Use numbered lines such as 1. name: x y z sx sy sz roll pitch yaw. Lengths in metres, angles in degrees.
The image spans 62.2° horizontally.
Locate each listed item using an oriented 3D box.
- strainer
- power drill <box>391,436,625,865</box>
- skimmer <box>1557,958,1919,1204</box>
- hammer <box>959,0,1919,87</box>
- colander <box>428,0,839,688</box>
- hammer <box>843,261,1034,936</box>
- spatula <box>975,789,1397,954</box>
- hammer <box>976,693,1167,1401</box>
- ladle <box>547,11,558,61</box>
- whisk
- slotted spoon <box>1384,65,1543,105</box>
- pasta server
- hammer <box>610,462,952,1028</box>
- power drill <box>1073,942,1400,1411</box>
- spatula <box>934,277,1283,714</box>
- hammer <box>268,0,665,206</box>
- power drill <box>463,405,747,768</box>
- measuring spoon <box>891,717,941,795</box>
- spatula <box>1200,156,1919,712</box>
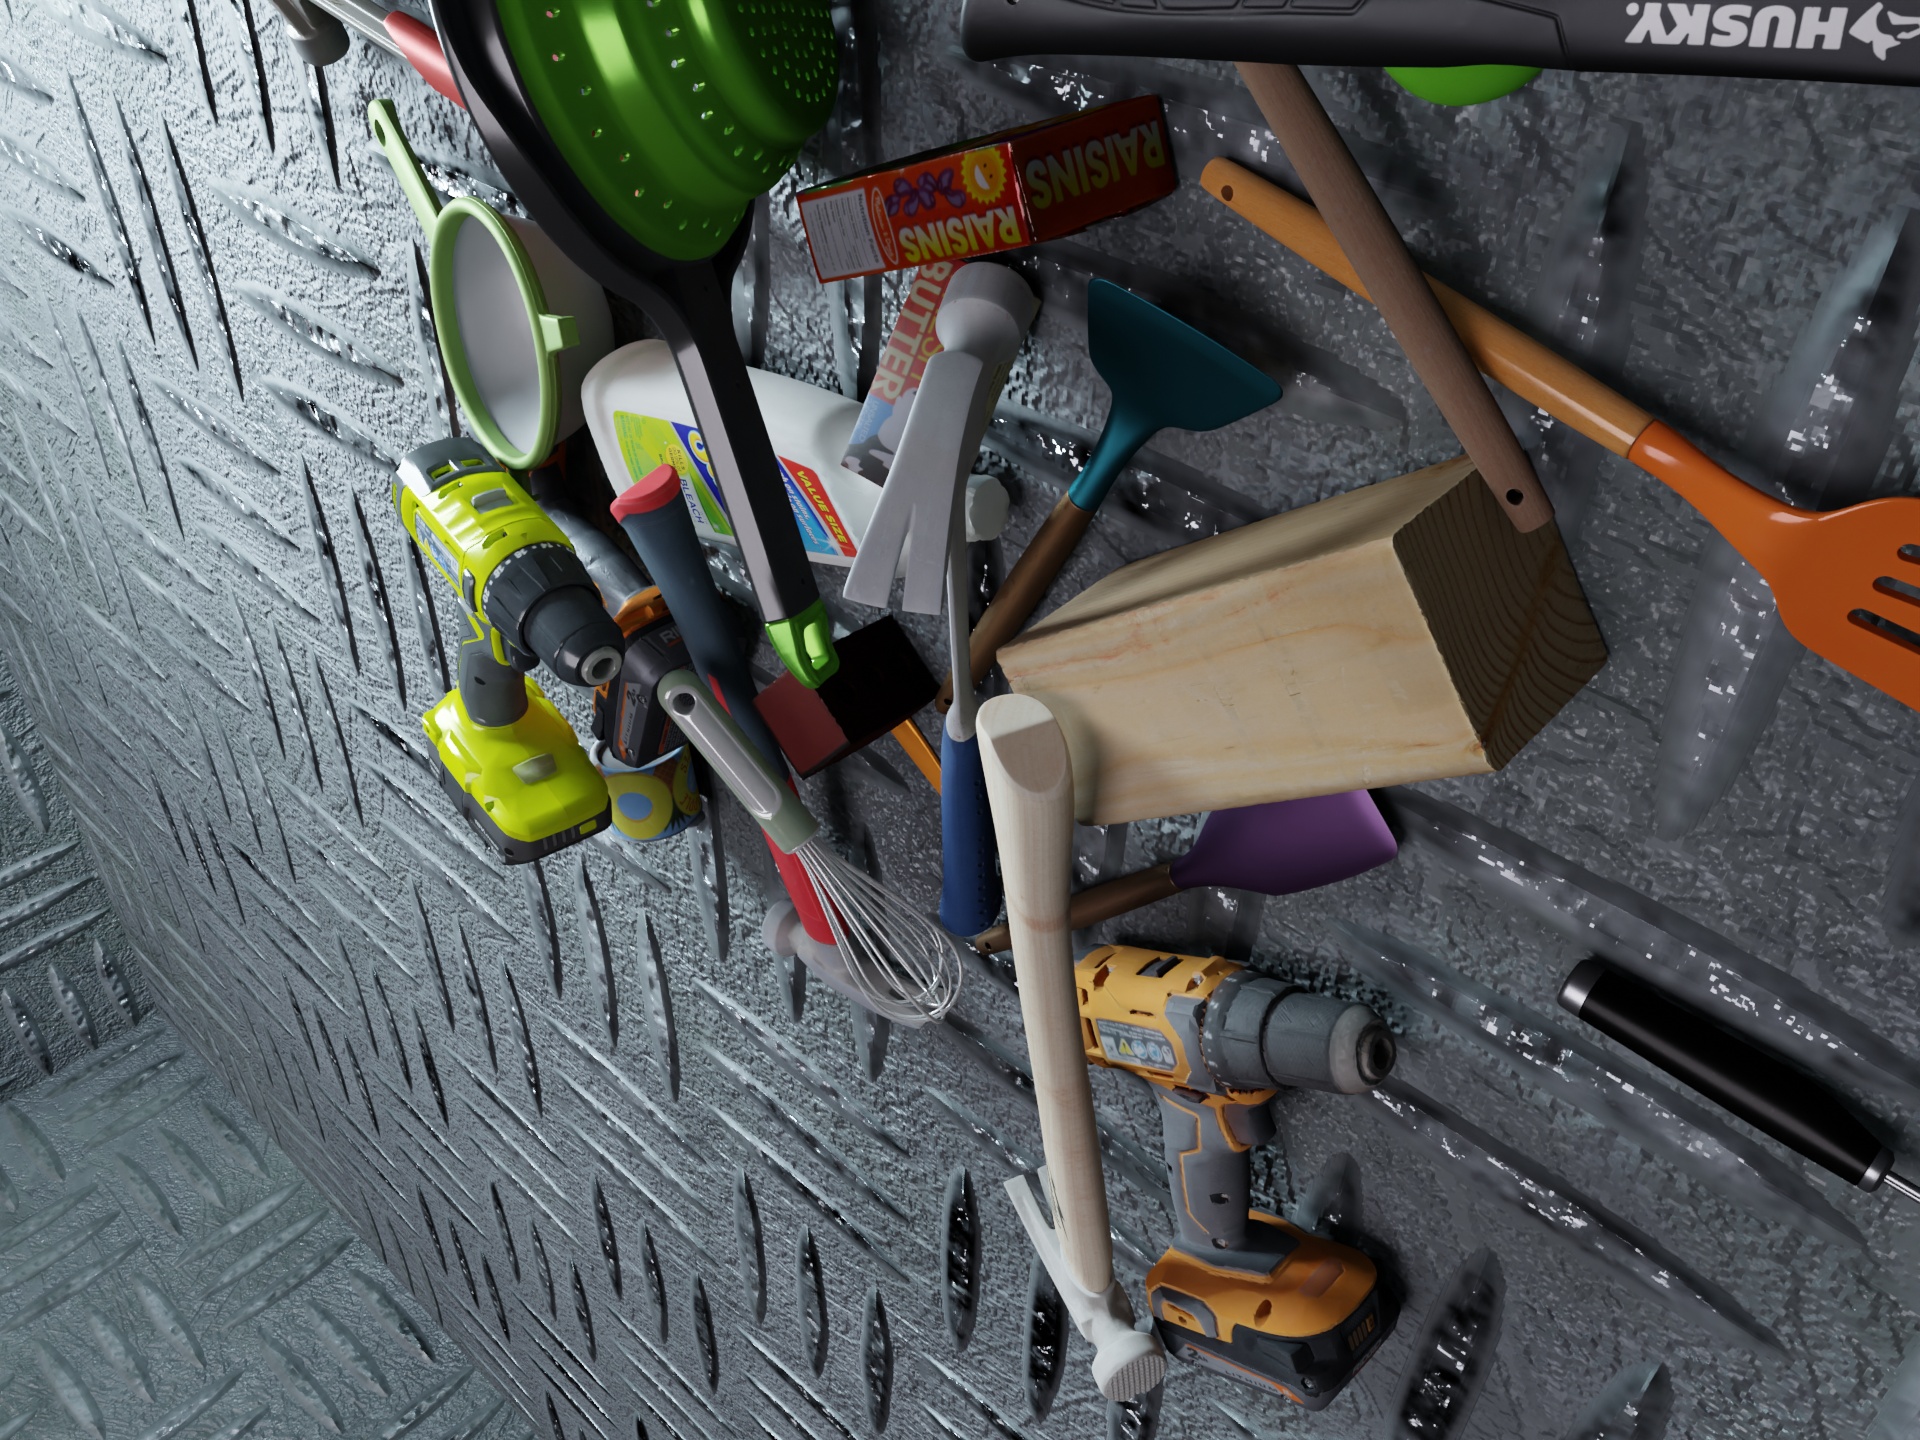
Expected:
1. strainer: -0.263 -0.264 0.913 0.256 0.069 0.151 60 146 18
2. power drill: -0.254 -0.026 0.922 0.191 0.080 0.228 44 142 30
3. skimmer: 0.353 0.211 0.532 0.364 0.090 0.127 34 170 32
4. hammer: 0.152 -0.188 0.435 0.335 0.035 0.146 13 126 24
5. colander: -0.090 -0.206 0.666 0.094 0.204 0.397 -10 108 23
6. hammer: -0.001 -0.002 0.719 0.035 0.144 0.405 12 148 9
7. spatula: 0.093 0.081 0.793 0.060 0.018 0.316 59 144 1
8. hammer: 0.043 0.155 0.766 0.146 0.038 0.410 -124 20 -51
9. ladle: -0.293 -0.400 0.866 0.316 0.031 0.069 26 144 38
10. whisk: -0.081 0.071 0.863 0.246 0.058 0.059 52 -172 -13
11. slotted spoon: 0.136 -0.327 0.418 0.070 0.031 0.313 -4 115 12
12. pasta server: 0.102 -0.192 0.503 0.060 0.040 0.316 -27 100 41
13. hammer: -0.105 0.027 0.907 0.143 0.038 0.385 22 143 36
14. power drill: 0.149 0.221 0.787 0.185 0.084 0.226 -2 110 49
15. spatula: 0.040 -0.078 0.711 0.082 0.044 0.317 30 144 -3
16. hammer: -0.264 -0.344 0.834 0.359 0.037 0.149 36 163 20
17. power drill: -0.237 -0.083 1.000 0.227 0.084 0.164 49 145 16
18. measuring spoon: -0.025 0.021 0.888 0.117 0.011 0.021 55 144 3
19. spatula: 0.206 -0.107 0.519 0.323 0.041 0.081 42 142 25
